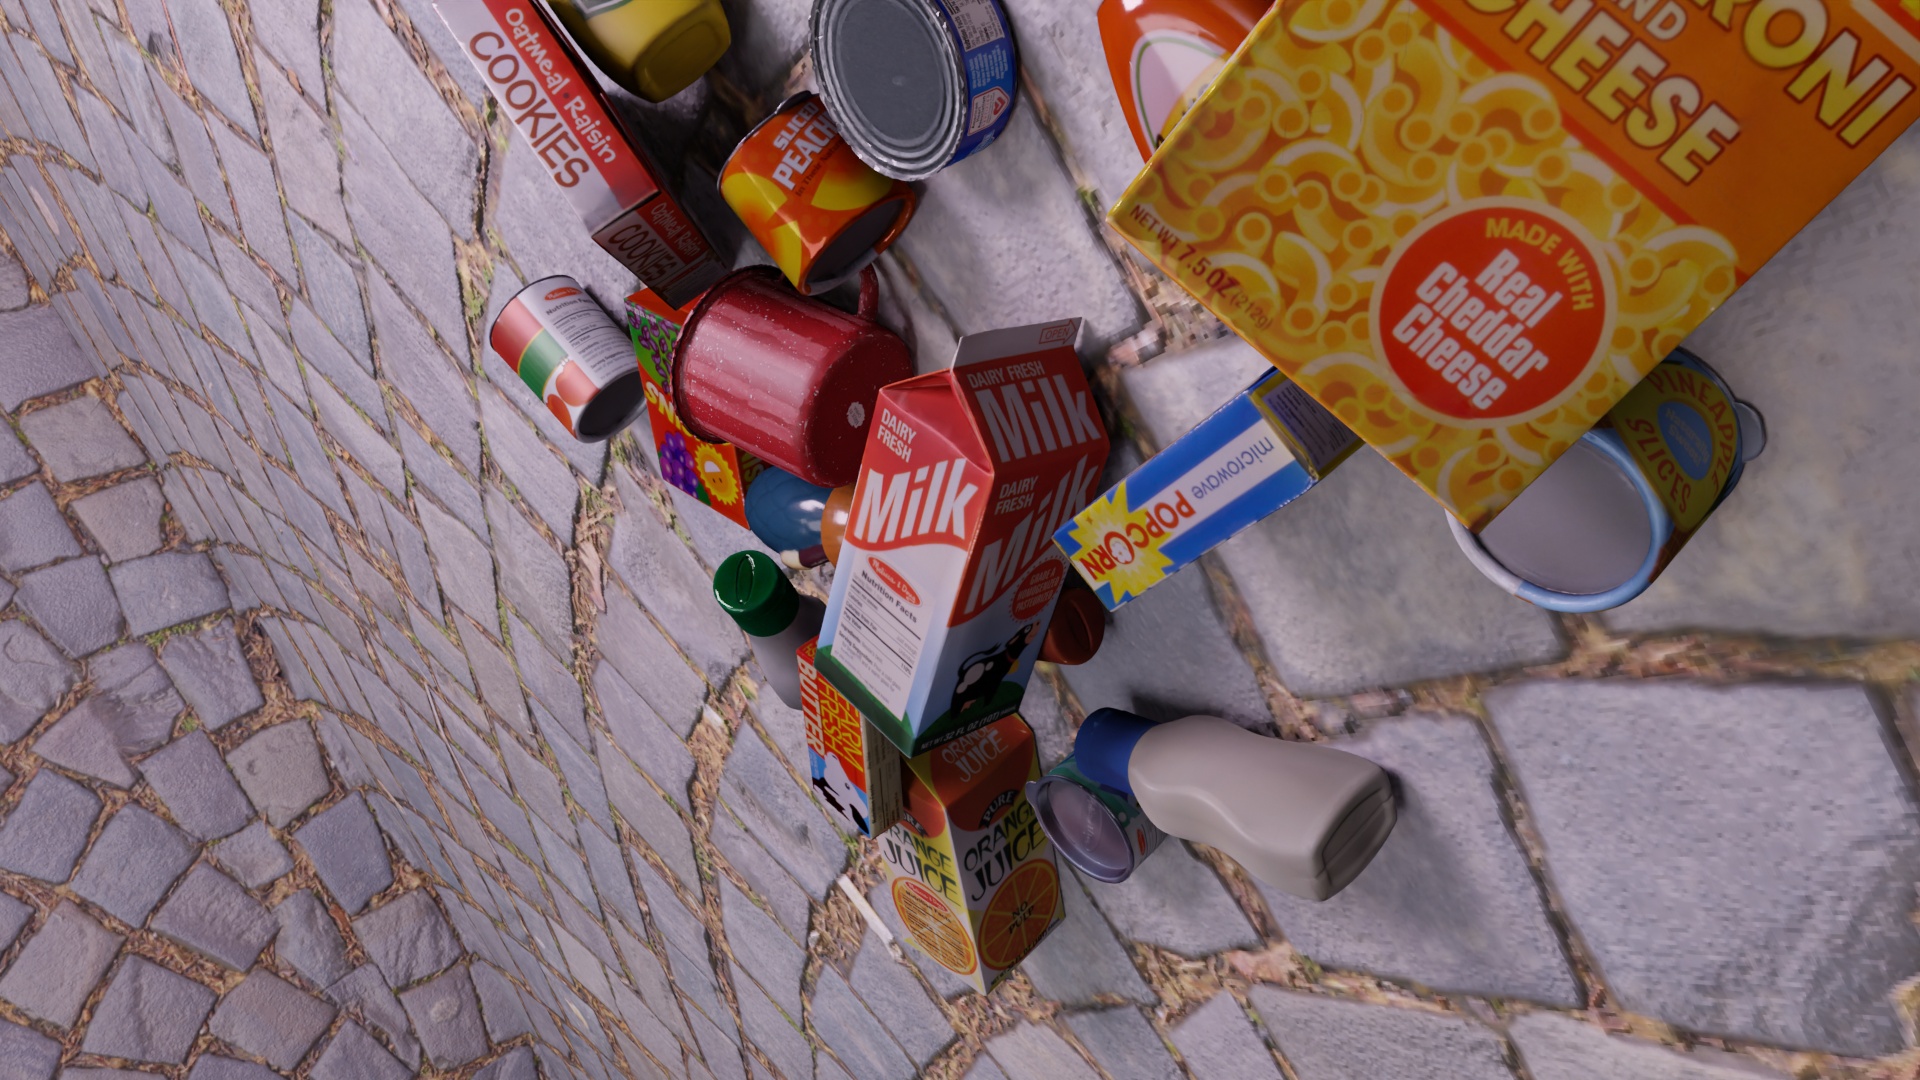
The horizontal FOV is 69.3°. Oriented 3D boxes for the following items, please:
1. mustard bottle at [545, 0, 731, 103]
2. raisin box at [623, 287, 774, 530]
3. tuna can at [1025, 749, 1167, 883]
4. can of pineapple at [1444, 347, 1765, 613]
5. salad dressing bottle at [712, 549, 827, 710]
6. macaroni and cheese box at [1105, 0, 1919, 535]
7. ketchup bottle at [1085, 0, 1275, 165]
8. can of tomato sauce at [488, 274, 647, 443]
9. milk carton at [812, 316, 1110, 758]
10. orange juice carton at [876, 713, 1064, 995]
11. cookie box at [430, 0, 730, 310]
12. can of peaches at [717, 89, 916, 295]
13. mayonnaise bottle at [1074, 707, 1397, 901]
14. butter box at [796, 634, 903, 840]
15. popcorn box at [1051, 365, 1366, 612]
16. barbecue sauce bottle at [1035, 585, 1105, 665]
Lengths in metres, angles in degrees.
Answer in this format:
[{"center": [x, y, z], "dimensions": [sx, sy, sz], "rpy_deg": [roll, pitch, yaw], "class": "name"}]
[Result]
[{"center": [-0.172, -0.272, 0.633], "dimensions": [0.160, 0.065, 0.048], "rpy_deg": [49, 178, 14], "class": "mustard bottle"}, {"center": [-0.140, -0.077, 0.784], "dimensions": [0.086, 0.040, 0.122], "rpy_deg": [27, 136, 35], "class": "raisin box"}, {"center": [0.070, 0.138, 0.713], "dimensions": [0.071, 0.033, 0.070], "rpy_deg": [31, 140, 31], "class": "tuna can"}, {"center": [0.187, -0.020, 0.408], "dimensions": [0.071, 0.058, 0.070], "rpy_deg": [31, 139, 32], "class": "can of pineapple"}, {"center": [-0.099, 0.051, 0.787], "dimensions": [0.044, 0.064, 0.147], "rpy_deg": [-5, 153, 9], "class": "salad dressing bottle"}, {"center": [0.135, -0.104, 0.328], "dimensions": [0.124, 0.040, 0.166], "rpy_deg": [40, 113, 0], "class": "macaroni and cheese box"}, {"center": [0.074, -0.129, 0.395], "dimensions": [0.064, 0.044, 0.149], "rpy_deg": [-33, 90, 46], "class": "ketchup bottle"}, {"center": [-0.236, -0.109, 0.851], "dimensions": [0.083, 0.071, 0.070], "rpy_deg": [46, 145, 12], "class": "can of tomato sauce"}, {"center": [0.002, -0.007, 0.597], "dimensions": [0.073, 0.072, 0.189], "rpy_deg": [39, 128, 32], "class": "milk carton"}, {"center": [-0.001, 0.155, 0.781], "dimensions": [0.073, 0.072, 0.191], "rpy_deg": [21, 134, 40], "class": "orange juice carton"}, {"center": [-0.172, -0.184, 0.660], "dimensions": [0.123, 0.040, 0.167], "rpy_deg": [55, 179, 1], "class": "cookie box"}, {"center": [-0.061, -0.149, 0.598], "dimensions": [0.058, 0.071, 0.071], "rpy_deg": [51, 146, 5], "class": "can of peaches"}, {"center": [0.113, 0.107, 0.611], "dimensions": [0.148, 0.065, 0.041], "rpy_deg": [13, 132, 51], "class": "mayonnaise bottle"}, {"center": [-0.056, 0.100, 0.715], "dimensions": [0.053, 0.024, 0.103], "rpy_deg": [32, 138, 37], "class": "butter box"}, {"center": [0.098, -0.029, 0.486], "dimensions": [0.038, 0.085, 0.126], "rpy_deg": [53, 146, 2], "class": "popcorn box"}, {"center": [0.008, 0.038, 0.695], "dimensions": [0.148, 0.044, 0.064], "rpy_deg": [1, 123, 50], "class": "barbecue sauce bottle"}]
